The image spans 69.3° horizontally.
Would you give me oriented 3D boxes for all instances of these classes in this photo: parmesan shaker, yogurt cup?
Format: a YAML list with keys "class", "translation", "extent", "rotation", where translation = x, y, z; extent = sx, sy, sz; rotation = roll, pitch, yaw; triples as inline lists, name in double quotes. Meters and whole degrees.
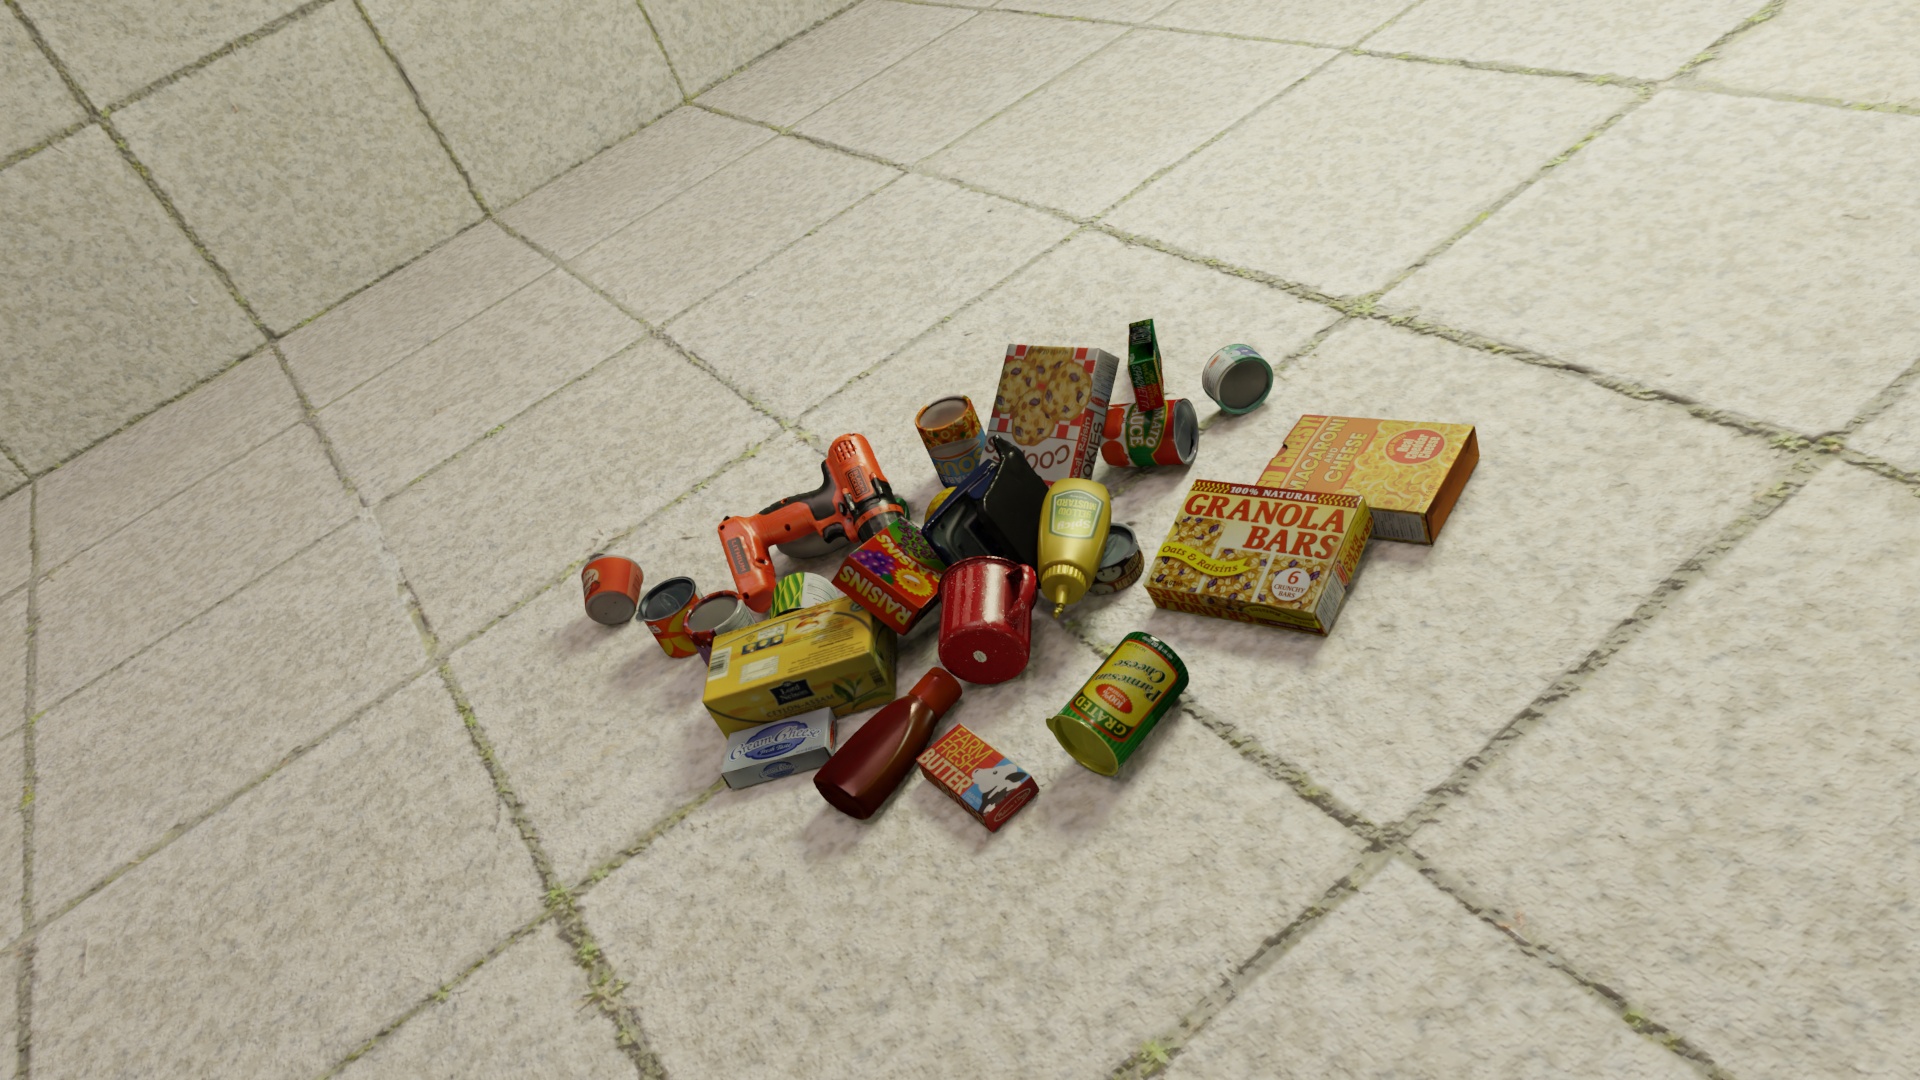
- class: "parmesan shaker"
  translation: [0.128, 0.129, 1.124]
  extent: [0.071, 0.071, 0.103]
  rotation: [16, 52, 44]
- class: "yogurt cup"
  translation: [-0.386, 0.057, 1.538]
  extent: [0.072, 0.072, 0.054]
  rotation: [-20, 43, 8]

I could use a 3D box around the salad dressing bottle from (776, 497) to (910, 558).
- class: "salad dressing bottle"
  translation: [-0.128, -0.017, 1.493]
  extent: [0.147, 0.043, 0.064]
  rotation: [-8, 49, 20]

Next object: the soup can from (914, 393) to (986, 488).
- class: "soup can"
  translation: [-0.005, -0.105, 1.498]
  extent: [0.071, 0.083, 0.072]
  rotation: [-16, 36, 12]

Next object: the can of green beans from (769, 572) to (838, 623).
- class: "can of green beans"
  translation: [-0.155, 0.074, 1.371]
  extent: [0.071, 0.071, 0.058]
  rotation: [-18, 35, 11]

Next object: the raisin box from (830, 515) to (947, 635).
- class: "raisin box"
  translation: [-0.056, 0.032, 1.315]
  extent: [0.040, 0.086, 0.124]
  rotation: [-57, -7, 27]

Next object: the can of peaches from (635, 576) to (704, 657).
- class: "can of peaches"
  translation: [-0.296, 0.082, 1.454]
  extent: [0.071, 0.057, 0.071]
  rotation: [-16, 36, 13]

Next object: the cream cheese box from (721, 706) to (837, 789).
- class: "cream cheese box"
  translation: [-0.163, 0.189, 1.263]
  extent: [0.104, 0.024, 0.054]
  rotation: [-16, 34, 12]

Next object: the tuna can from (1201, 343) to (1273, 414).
- class: "tuna can"
  translation: [0.285, -0.164, 1.417]
  extent: [0.071, 0.070, 0.033]
  rotation: [-27, 36, -2]

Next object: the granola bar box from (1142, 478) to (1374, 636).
- class: "granola bar box"
  translation: [0.257, 0.011, 1.207]
  extent: [0.165, 0.039, 0.125]
  rotation: [9, 58, 39]

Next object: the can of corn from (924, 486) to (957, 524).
- class: "can of corn"
  translation: [0.005, -0.017, 1.389]
  extent: [0.071, 0.071, 0.058]
  rotation: [-39, 36, -19]

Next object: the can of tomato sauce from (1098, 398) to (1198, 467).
- class: "can of tomato sauce"
  translation: [0.188, -0.108, 1.396]
  extent: [0.083, 0.071, 0.071]
  rotation: [-2, 41, 31]

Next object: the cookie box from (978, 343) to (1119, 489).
- class: "cookie box"
  translation: [0.086, -0.112, 1.411]
  extent: [0.123, 0.040, 0.167]
  rotation: [10, 85, 43]

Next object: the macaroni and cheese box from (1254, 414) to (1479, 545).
- class: "macaroni and cheese box"
  translation: [0.363, -0.060, 1.253]
  extent: [0.166, 0.040, 0.124]
  rotation: [9, 47, 39]

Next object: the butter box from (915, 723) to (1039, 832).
- class: "butter box"
  translation: [0.013, 0.194, 1.148]
  extent: [0.053, 0.024, 0.103]
  rotation: [-38, 37, -19]

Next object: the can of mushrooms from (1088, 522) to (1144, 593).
- class: "can of mushrooms"
  translation: [0.138, 0.017, 1.295]
  extent: [0.071, 0.033, 0.071]
  rotation: [-16, 35, 12]

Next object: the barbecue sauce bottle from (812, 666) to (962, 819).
- class: "barbecue sauce bottle"
  translation: [-0.058, 0.172, 1.204]
  extent: [0.065, 0.043, 0.149]
  rotation: [15, 50, 43]

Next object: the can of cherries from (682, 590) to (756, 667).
- class: "can of cherries"
  translation: [-0.241, 0.092, 1.406]
  extent: [0.071, 0.058, 0.072]
  rotation: [-16, 36, 12]

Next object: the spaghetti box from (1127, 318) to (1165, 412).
- class: "spaghetti box"
  translation: [0.192, -0.186, 1.443]
  extent: [0.028, 0.050, 0.251]
  rotation: [-12, 16, 11]

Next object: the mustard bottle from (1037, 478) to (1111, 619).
- class: "mustard bottle"
  translation: [0.099, 0.010, 1.248]
  extent: [0.065, 0.048, 0.161]
  rotation: [6, 43, 7]
